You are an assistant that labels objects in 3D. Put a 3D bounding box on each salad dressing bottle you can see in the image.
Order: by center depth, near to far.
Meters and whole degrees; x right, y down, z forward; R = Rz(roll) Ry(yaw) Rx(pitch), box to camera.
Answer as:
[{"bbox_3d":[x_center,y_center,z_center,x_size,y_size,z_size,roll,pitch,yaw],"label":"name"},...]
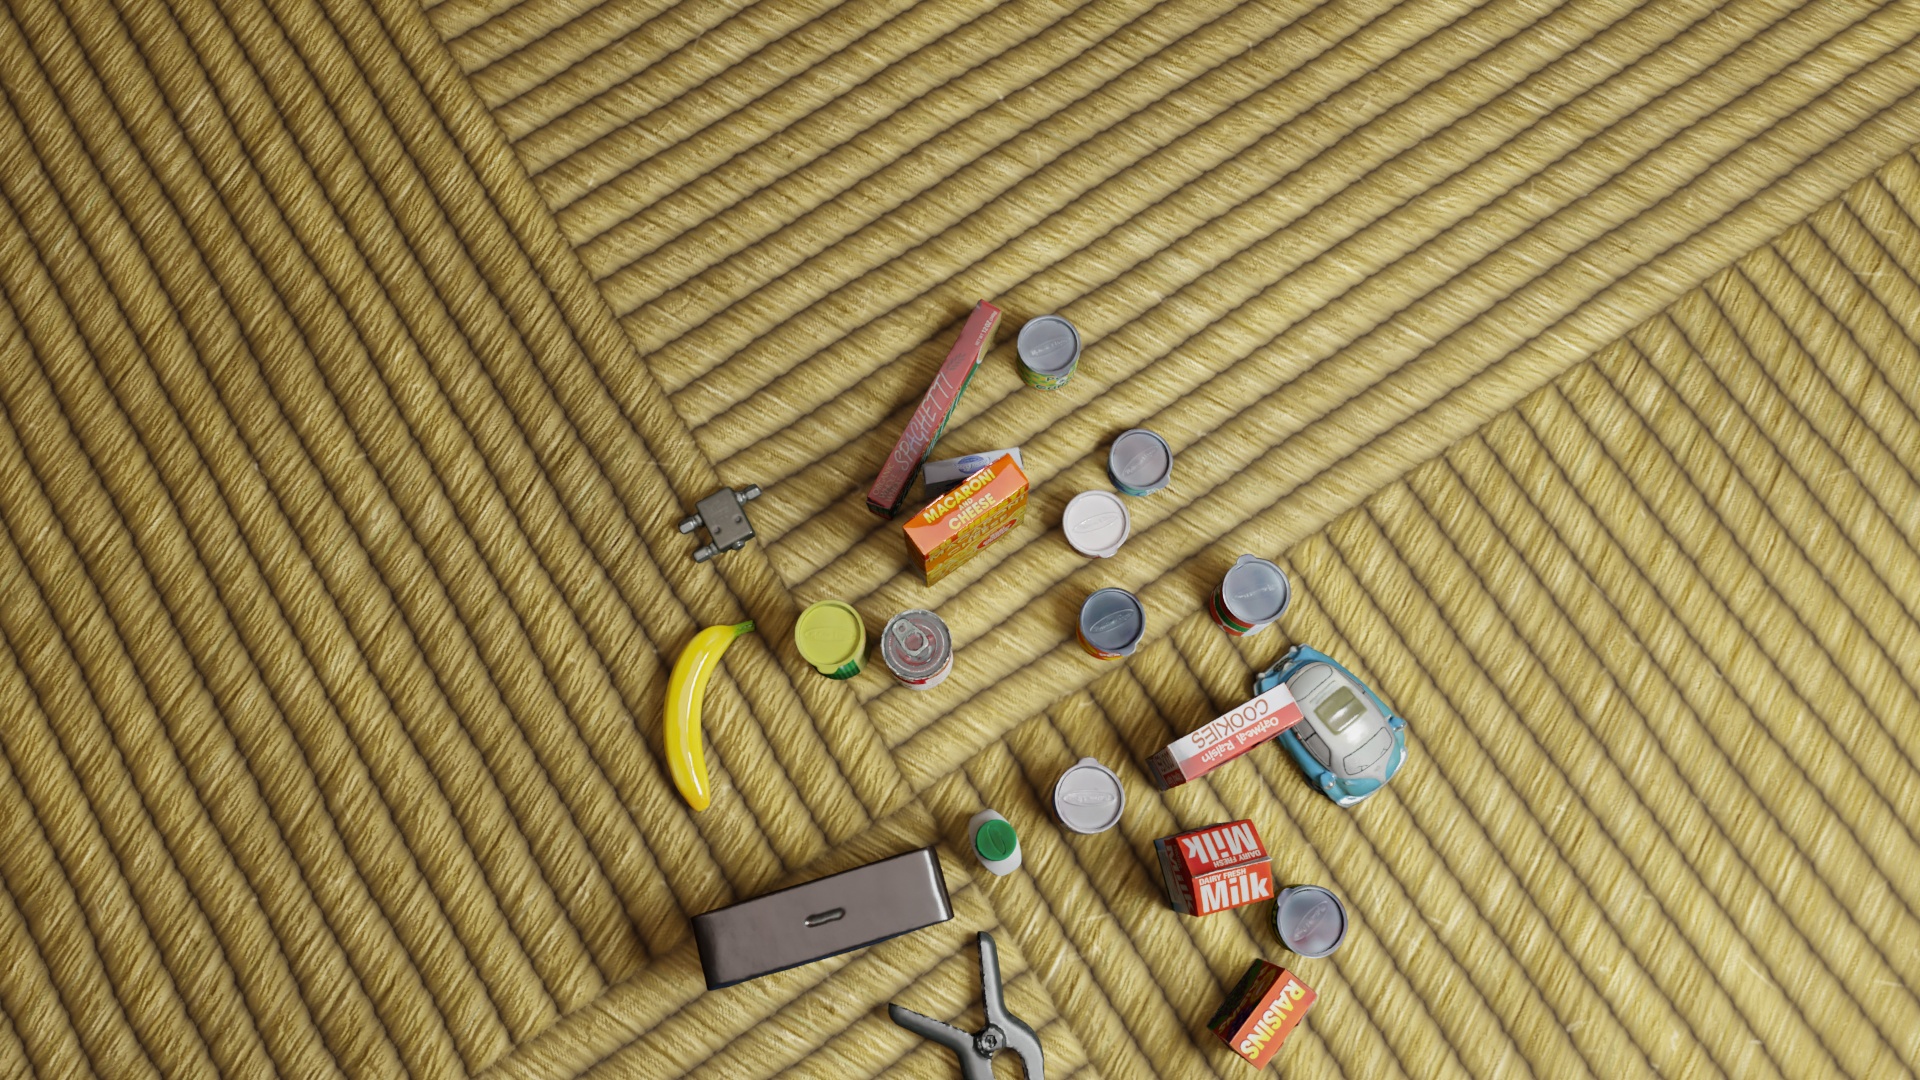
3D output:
[{"bbox_3d":[0.033,0.282,1.301,0.044,0.147,0.064,-27,78,-6],"label":"salad dressing bottle"}]

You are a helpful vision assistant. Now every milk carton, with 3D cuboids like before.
[{"bbox_3d":[0.232,0.300,1.273,0.072,0.190,0.073,-14,77,-3],"label":"milk carton"}]

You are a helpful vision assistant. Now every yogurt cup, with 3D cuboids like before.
[{"bbox_3d":[0.137,-0.013,1.419,0.072,0.054,0.072,0,77,0],"label":"yogurt cup"}]

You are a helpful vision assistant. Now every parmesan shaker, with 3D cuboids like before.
[{"bbox_3d":[-0.124,0.102,1.367,0.071,0.103,0.071,0,77,0],"label":"parmesan shaker"}]

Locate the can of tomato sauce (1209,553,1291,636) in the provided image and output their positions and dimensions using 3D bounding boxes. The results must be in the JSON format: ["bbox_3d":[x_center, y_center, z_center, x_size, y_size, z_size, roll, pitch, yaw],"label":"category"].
[{"bbox_3d":[0.287,0.056,1.387,0.071,0.083,0.071,0,77,0],"label":"can of tomato sauce"}]

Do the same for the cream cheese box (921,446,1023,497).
[{"bbox_3d":[0.012,-0.070,1.434,0.104,0.053,0.024,-10,77,-2],"label":"cream cheese box"}]

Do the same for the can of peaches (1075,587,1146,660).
[{"bbox_3d":[0.151,0.087,1.393,0.071,0.058,0.071,0,77,0],"label":"can of peaches"}]

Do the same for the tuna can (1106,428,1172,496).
[{"bbox_3d":[0.188,-0.078,1.445,0.071,0.032,0.071,0,77,0],"label":"tuna can"}]

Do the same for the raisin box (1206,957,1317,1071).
[{"bbox_3d":[0.275,0.433,1.275,0.040,0.123,0.086,40,80,9],"label":"raisin box"}]

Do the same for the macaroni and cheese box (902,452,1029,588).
[{"bbox_3d":[0.005,-0.017,1.363,0.124,0.166,0.040,-35,79,-7],"label":"macaroni and cheese box"}]

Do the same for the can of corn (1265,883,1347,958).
[{"bbox_3d":[0.327,0.360,1.326,0.071,0.058,0.071,0,77,0],"label":"can of corn"}]

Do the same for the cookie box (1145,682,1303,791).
[{"bbox_3d":[0.246,0.189,1.312,0.123,0.167,0.040,-28,78,-6],"label":"cookie box"}]

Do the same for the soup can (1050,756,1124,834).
[{"bbox_3d":[0.122,0.248,1.341,0.071,0.083,0.071,0,77,0],"label":"soup can"}]

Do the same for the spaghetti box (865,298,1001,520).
[{"bbox_3d":[-0.027,-0.136,1.451,0.029,0.050,0.250,27,78,6],"label":"spaghetti box"}]

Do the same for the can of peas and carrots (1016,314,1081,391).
[{"bbox_3d":[0.093,-0.194,1.460,0.071,0.058,0.071,0,77,0],"label":"can of peas and carrots"}]
